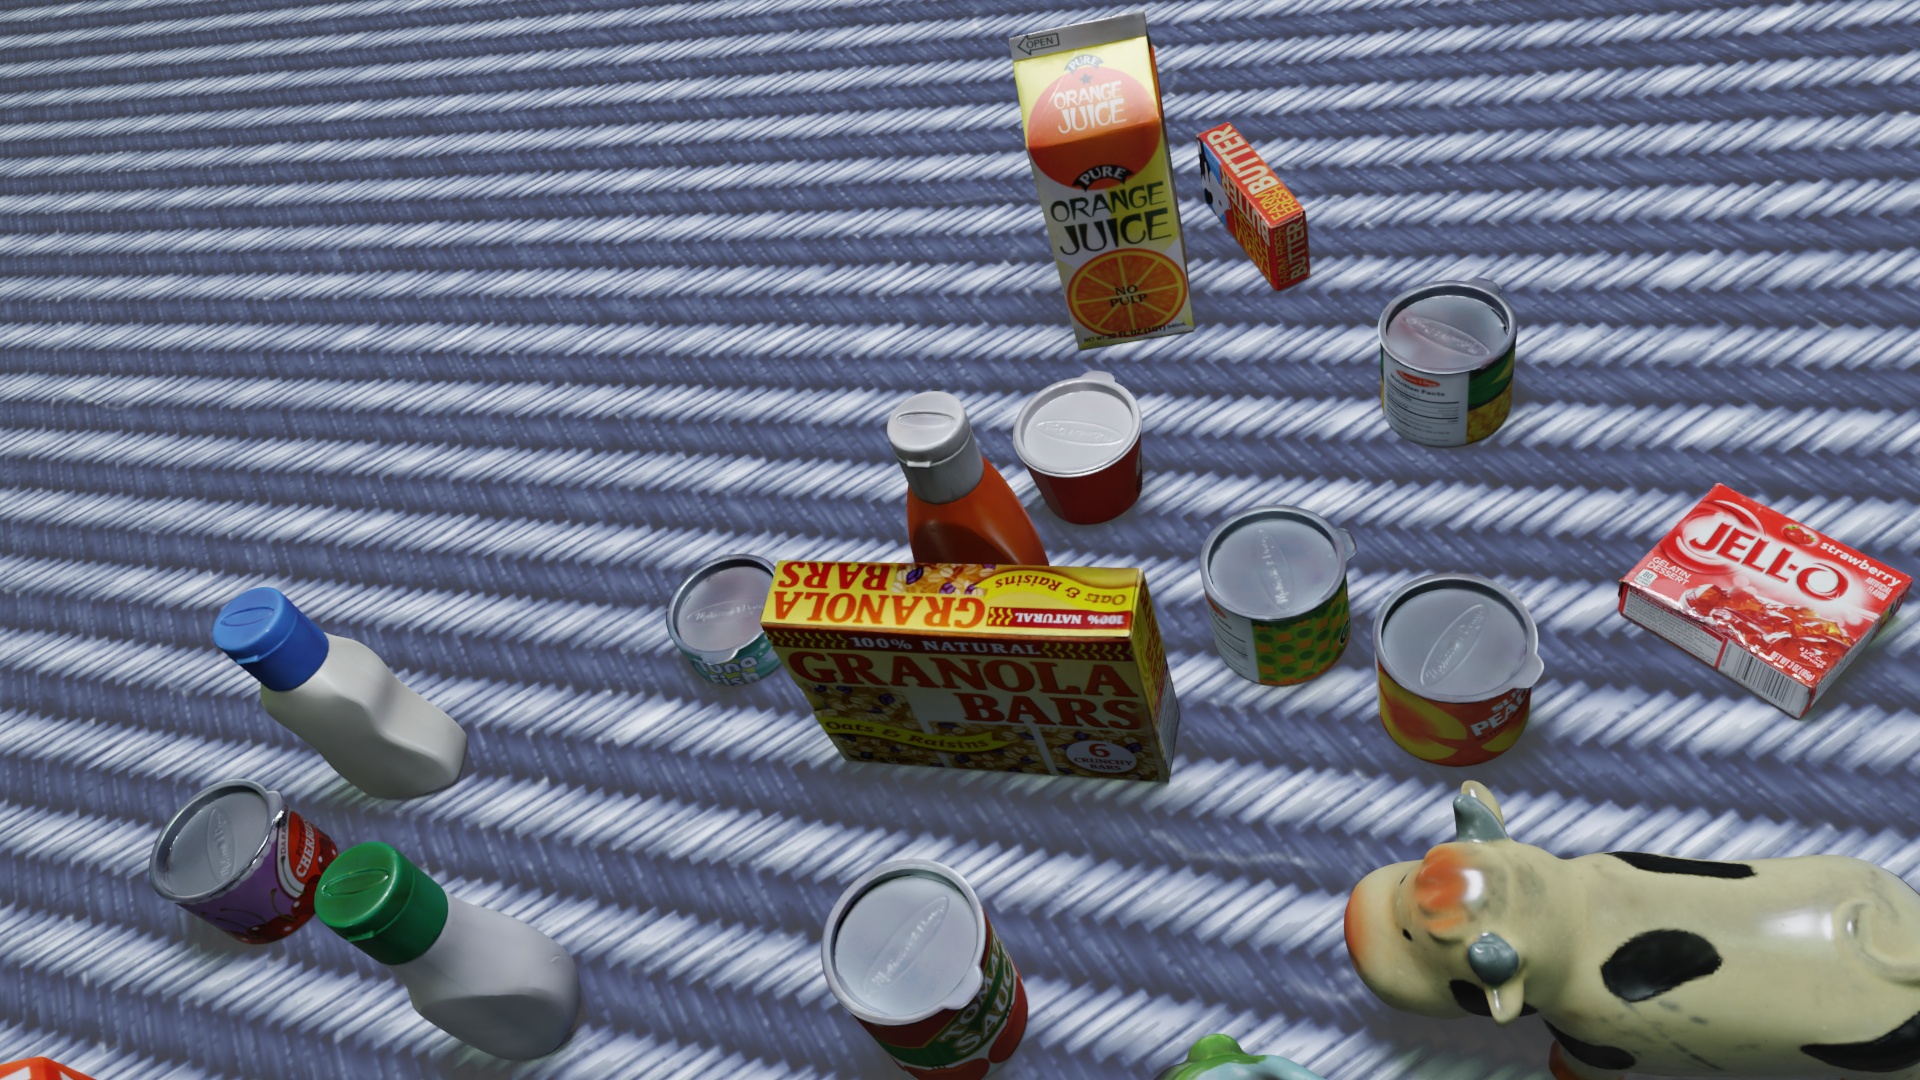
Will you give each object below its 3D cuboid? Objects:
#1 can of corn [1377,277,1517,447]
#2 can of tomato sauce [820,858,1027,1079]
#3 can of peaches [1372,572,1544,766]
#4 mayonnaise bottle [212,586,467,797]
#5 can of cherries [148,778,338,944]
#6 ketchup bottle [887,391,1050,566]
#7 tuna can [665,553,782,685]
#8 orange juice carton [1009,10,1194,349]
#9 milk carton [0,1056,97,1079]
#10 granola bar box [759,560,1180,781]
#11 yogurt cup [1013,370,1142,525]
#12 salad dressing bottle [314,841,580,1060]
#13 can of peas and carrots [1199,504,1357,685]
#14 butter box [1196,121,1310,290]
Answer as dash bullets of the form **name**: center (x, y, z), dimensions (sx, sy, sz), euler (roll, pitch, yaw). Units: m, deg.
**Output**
- **can of corn**: center (0.252, -0.092, 0.717), dimensions (0.071, 0.058, 0.071), euler (-9, 50, 11)
- **can of tomato sauce**: center (-0.011, 0.179, 0.566), dimensions (0.071, 0.082, 0.071), euler (-9, 51, 11)
- **can of peaches**: center (0.217, 0.058, 0.607), dimensions (0.071, 0.057, 0.071), euler (-9, 50, 11)
- **mayonnaise bottle**: center (-0.312, 0.079, 0.699), dimensions (0.065, 0.147, 0.041), euler (-10, 50, 10)
- **can of cherries**: center (-0.360, 0.163, 0.706), dimensions (0.071, 0.058, 0.072), euler (-9, 50, 11)
- **ketchup bottle**: center (0.002, -0.008, 0.669), dimensions (0.065, 0.148, 0.044), euler (4, 54, 21)
- **tuna can**: center (-0.121, 0.045, 0.742), dimensions (0.071, 0.032, 0.071), euler (-9, 50, 11)
- **orange juice carton**: center (0.081, -0.203, 0.772), dimensions (0.072, 0.191, 0.073), euler (-8, 51, 12)
- **milk carton**: center (-0.341, 0.264, 0.532), dimensions (0.073, 0.189, 0.072), euler (-36, 51, -12)
- **granola bar box**: center (0.008, 0.060, 0.629), dimensions (0.165, 0.123, 0.039), euler (1, 53, 18)
- **yogurt cup**: center (0.066, -0.045, 0.741), dimensions (0.072, 0.053, 0.073), euler (-9, 50, 11)
- **salad dressing bottle**: center (-0.215, 0.176, 0.591), dimensions (0.064, 0.147, 0.044), euler (-14, 50, 7)
- **can of peas and carrots**: center (0.151, 0.025, 0.654), dimensions (0.071, 0.058, 0.071), euler (-9, 50, 11)
- **butter box**: center (0.175, -0.201, 0.832), dimensions (0.024, 0.053, 0.104), euler (-23, 49, -1)
